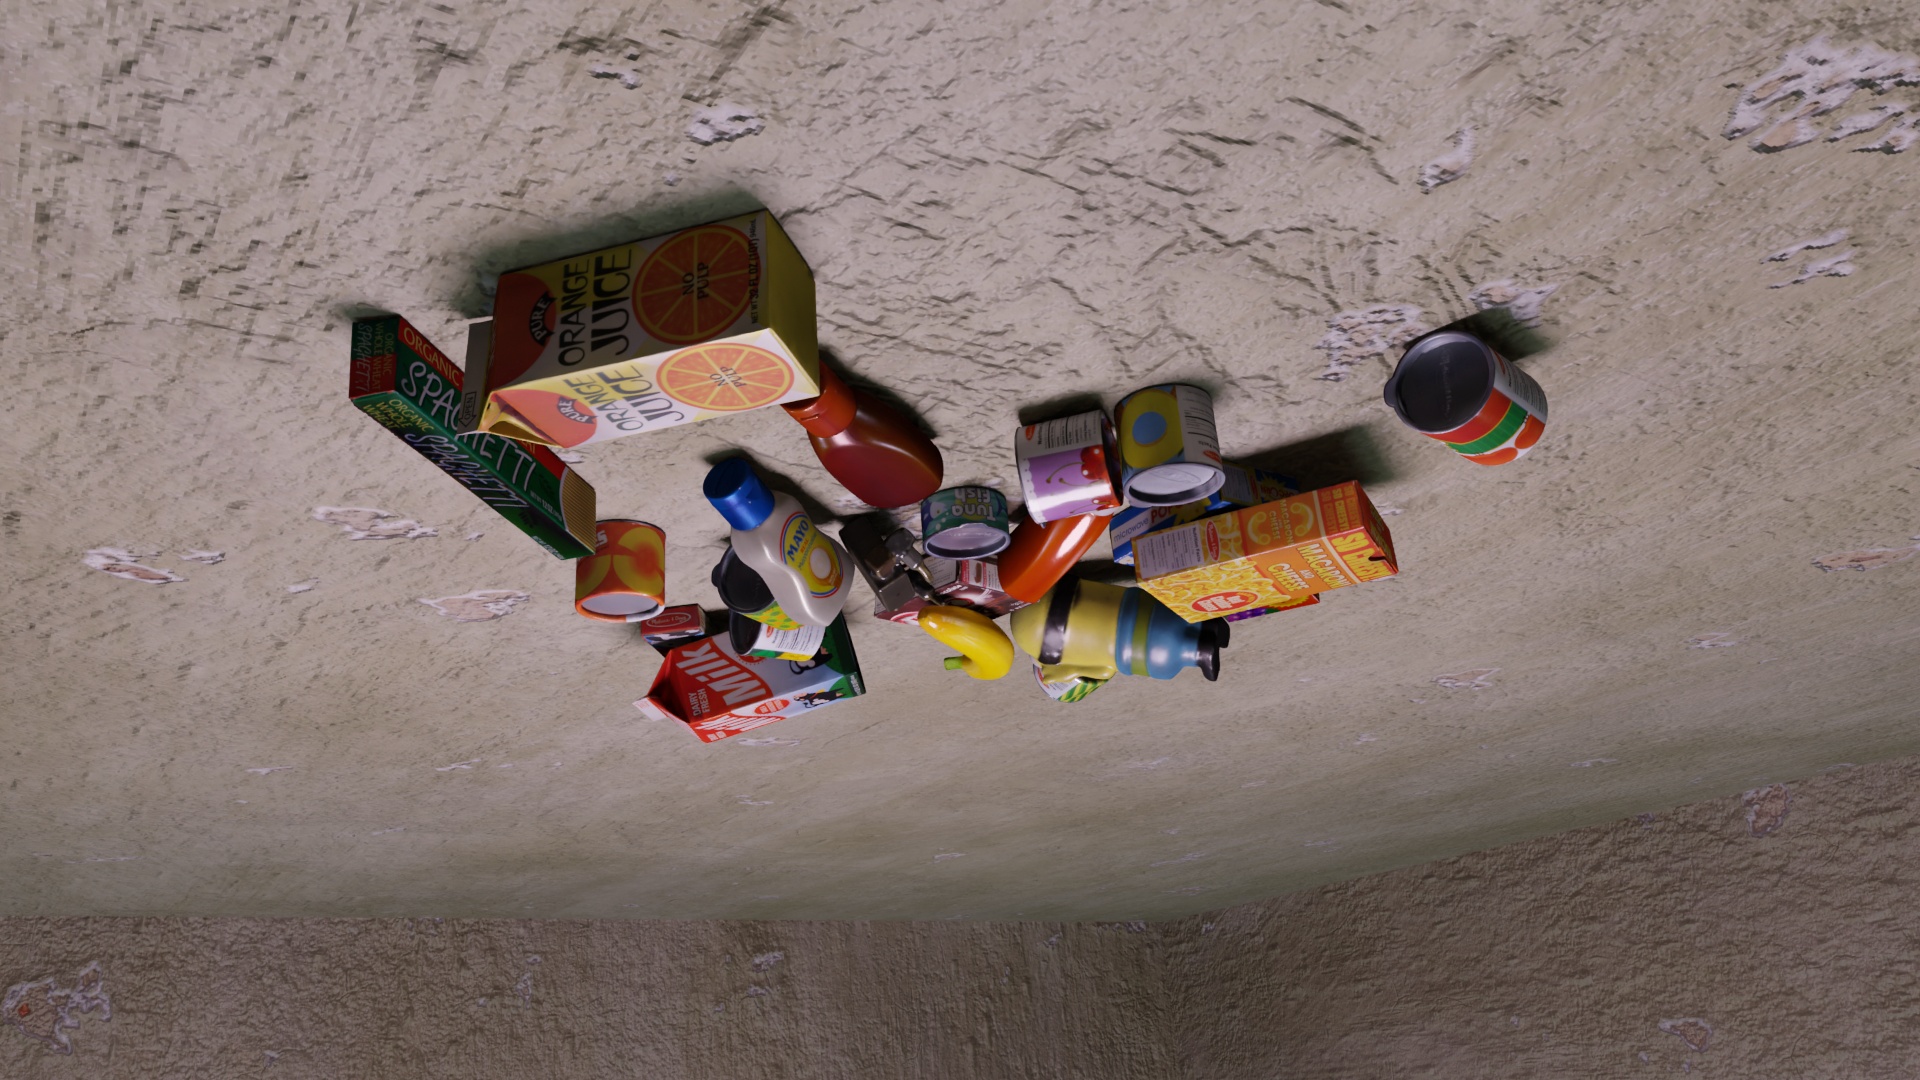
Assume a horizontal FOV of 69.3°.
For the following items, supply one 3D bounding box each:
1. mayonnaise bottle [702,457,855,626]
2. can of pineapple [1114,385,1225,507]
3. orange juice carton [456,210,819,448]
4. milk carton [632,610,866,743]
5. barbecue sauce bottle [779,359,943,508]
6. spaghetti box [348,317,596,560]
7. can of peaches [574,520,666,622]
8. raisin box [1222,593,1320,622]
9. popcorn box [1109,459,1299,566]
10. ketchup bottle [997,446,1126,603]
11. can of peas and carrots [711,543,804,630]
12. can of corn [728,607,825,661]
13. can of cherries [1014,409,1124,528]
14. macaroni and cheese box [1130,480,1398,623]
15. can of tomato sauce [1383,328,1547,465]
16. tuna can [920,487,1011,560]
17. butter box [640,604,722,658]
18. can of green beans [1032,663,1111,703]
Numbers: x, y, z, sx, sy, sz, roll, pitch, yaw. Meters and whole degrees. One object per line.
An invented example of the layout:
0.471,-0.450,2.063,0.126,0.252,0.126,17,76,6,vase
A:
-0.128,0.000,0.980,0.041,0.065,0.147,3,148,31,mayonnaise bottle
0.134,-0.061,0.908,0.071,0.058,0.070,-4,157,-1,can of pineapple
-0.175,-0.103,0.725,0.192,0.072,0.073,-10,156,13,orange juice carton
-0.186,0.121,1.215,0.191,0.073,0.072,-17,158,-4,milk carton
-0.066,-0.066,0.875,0.065,0.044,0.148,-13,156,18,barbecue sauce bottle
-0.289,-0.054,0.851,0.029,0.050,0.249,-10,157,8,spaghetti box
-0.255,0.024,1.035,0.071,0.058,0.071,-4,158,-2,can of peaches
0.245,0.028,1.173,0.086,0.040,0.123,-16,154,24,raisin box
0.185,-0.015,1.057,0.085,0.038,0.126,11,153,-31,popcorn box
0.079,-0.014,1.011,0.043,0.065,0.148,22,141,-16,ketchup bottle
-0.146,0.032,1.067,0.071,0.071,0.058,-15,156,23,can of peas and carrots
-0.152,0.064,1.147,0.058,0.071,0.071,10,153,-32,can of corn
0.073,-0.047,0.917,0.058,0.072,0.071,-12,156,14,can of cherries
0.226,0.013,1.025,0.166,0.040,0.123,-15,157,23,macaroni and cheese box
0.318,-0.087,0.871,0.071,0.071,0.083,-24,152,38,can of tomato sauce
0.004,-0.013,1.032,0.071,0.033,0.070,-4,158,-2,tuna can
-0.243,0.087,1.236,0.053,0.024,0.103,-7,158,4,butter box
0.110,0.114,1.319,0.071,0.071,0.057,4,155,-21,can of green beans
